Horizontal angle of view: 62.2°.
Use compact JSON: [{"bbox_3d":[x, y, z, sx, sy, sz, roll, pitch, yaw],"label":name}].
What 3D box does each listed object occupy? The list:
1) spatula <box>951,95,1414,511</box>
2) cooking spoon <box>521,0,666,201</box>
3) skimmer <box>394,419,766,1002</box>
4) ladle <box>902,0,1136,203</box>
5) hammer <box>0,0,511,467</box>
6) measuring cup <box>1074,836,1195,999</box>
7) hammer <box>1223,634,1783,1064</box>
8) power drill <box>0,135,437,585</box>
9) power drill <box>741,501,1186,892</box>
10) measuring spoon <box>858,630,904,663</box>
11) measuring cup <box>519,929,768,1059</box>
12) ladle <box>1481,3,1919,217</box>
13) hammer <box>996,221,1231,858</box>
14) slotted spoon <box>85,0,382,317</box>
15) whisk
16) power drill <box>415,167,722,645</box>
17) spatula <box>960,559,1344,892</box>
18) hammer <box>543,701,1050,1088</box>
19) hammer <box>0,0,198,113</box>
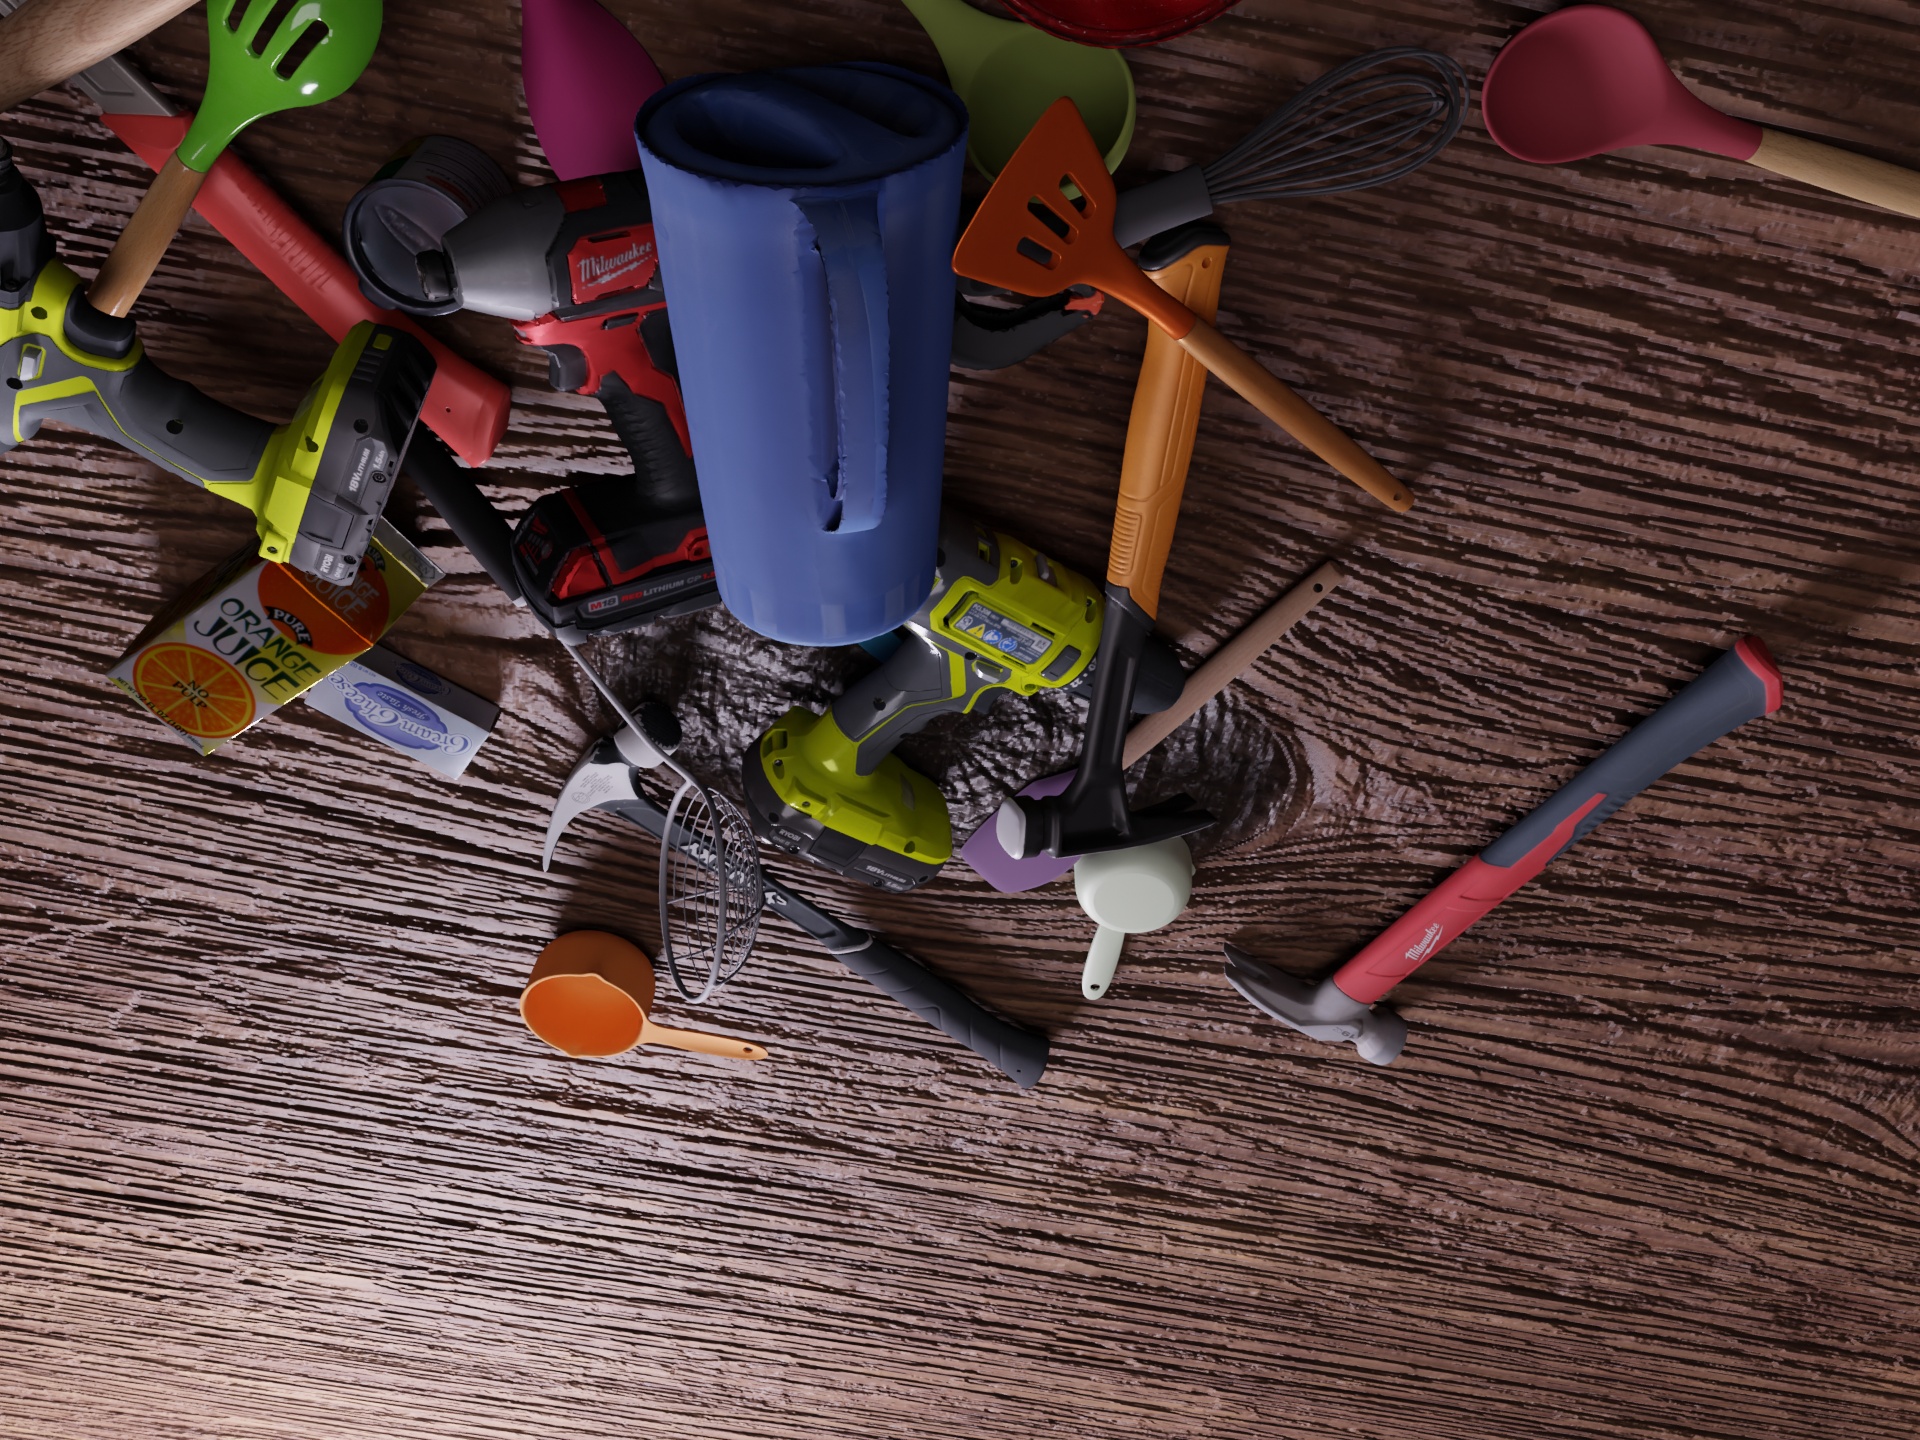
[{"bbox_3d":[0.123,-0.168,0.738,0.322,0.041,0.081,26,106,-37],"label":"spatula"},{"bbox_3d":[-0.200,-0.358,0.674,0.069,0.017,0.318,-13,128,13],"label":"cooking spoon"},{"bbox_3d":[-0.225,-0.004,0.885,0.090,0.127,0.363,-41,108,-18],"label":"skimmer"},{"bbox_3d":[-0.051,-0.339,0.654,0.320,0.062,0.078,39,97,-21],"label":"ladle"},{"bbox_3d":[-0.364,-0.254,0.762,0.149,0.037,0.358,-29,121,26],"label":"hammer"},{"bbox_3d":[0.103,0.138,1.043,0.083,0.038,0.167,9,128,-3],"label":"measuring cup"},{"bbox_3d":[0.329,0.078,0.978,0.143,0.038,0.386,28,126,-16],"label":"hammer"},{"bbox_3d":[-0.374,-0.164,0.746,0.223,0.080,0.171,21,135,-20],"label":"power drill"},{"bbox_3d":[-0.001,-0.003,0.913,0.190,0.080,0.228,25,125,-28],"label":"power drill"},{"bbox_3d":[-0.066,-0.068,0.908,0.042,0.021,0.128,-31,130,23],"label":"measuring spoon"},{"bbox_3d":[-0.217,0.198,1.115,0.173,0.052,0.095,15,129,-10],"label":"measuring cup"},{"bbox_3d":[0.377,-0.251,0.709,0.315,0.031,0.069,13,132,-8],"label":"ladle"},{"bbox_3d":[0.099,-0.082,0.819,0.127,0.034,0.336,-6,118,-25],"label":"hammer"},{"bbox_3d":[-0.364,-0.239,0.735,0.070,0.031,0.313,42,123,-17],"label":"slotted spoon"},{"bbox_3d":[0.107,-0.239,0.711,0.239,0.055,0.055,-18,126,11],"label":"whisk"},{"bbox_3d":[-0.176,-0.153,0.772,0.143,0.079,0.219,-18,134,-23],"label":"power drill"},{"bbox_3d":[0.112,0.011,0.951,0.059,0.018,0.316,41,123,-6],"label":"spatula"},{"bbox_3d":[-0.094,0.143,1.069,0.408,0.036,0.149,37,124,-24],"label":"hammer"},{"bbox_3d":[-0.390,-0.290,0.675,0.331,0.031,0.129,-13,131,26],"label":"hammer"}]
